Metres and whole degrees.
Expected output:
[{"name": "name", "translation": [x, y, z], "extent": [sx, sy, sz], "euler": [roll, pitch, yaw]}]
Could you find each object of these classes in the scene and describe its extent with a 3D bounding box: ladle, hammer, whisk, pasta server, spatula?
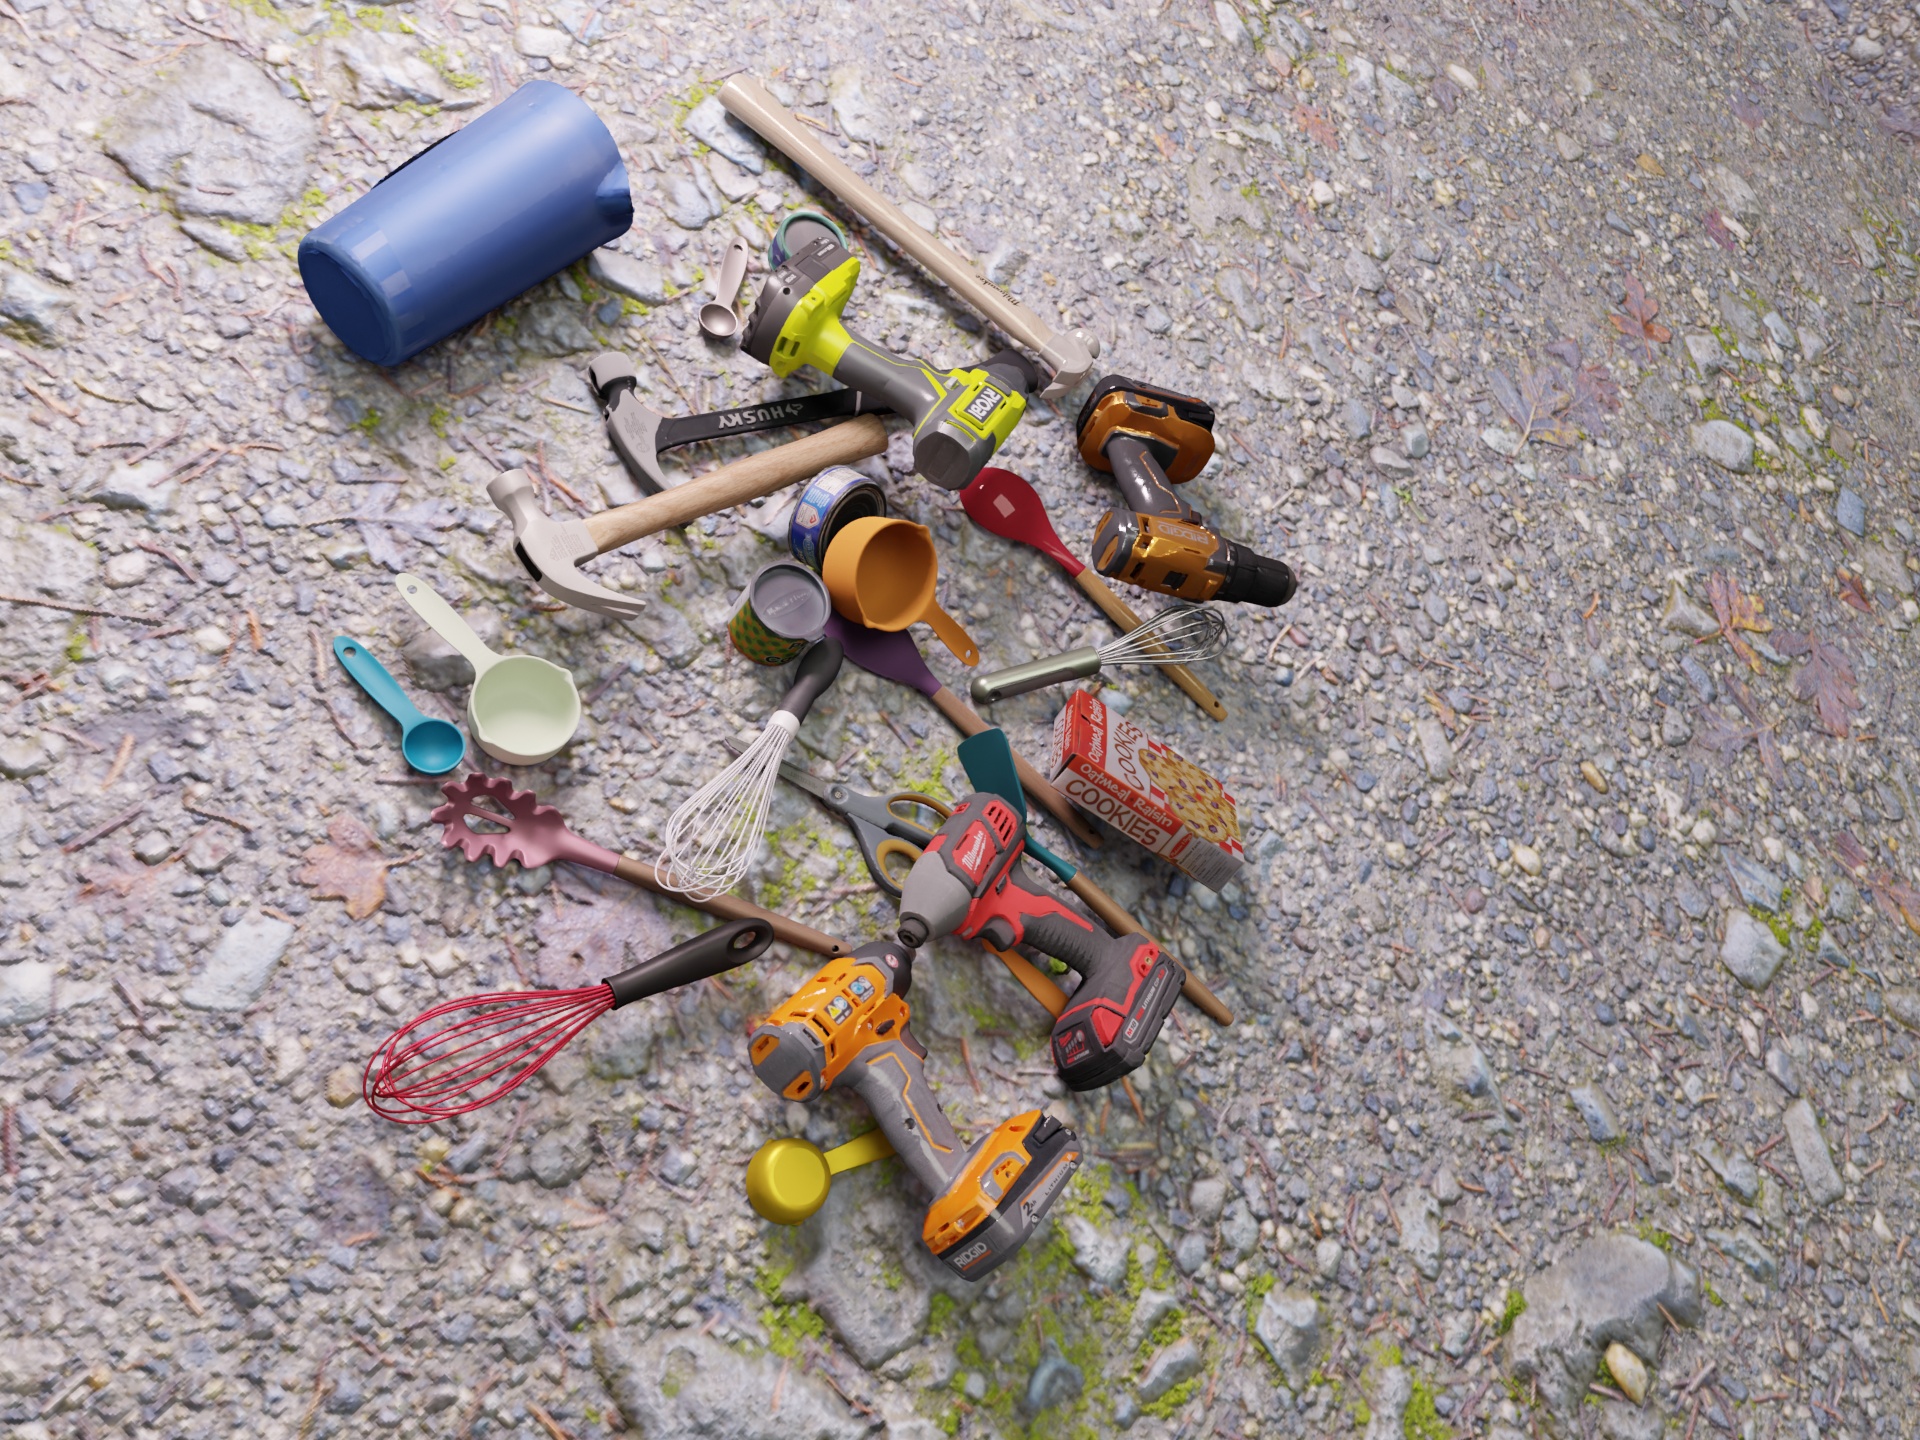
[{"name": "ladle", "translation": [0.123, -0.111, 1.405], "extent": [0.315, 0.031, 0.069], "euler": [44, 59, -5]}, {"name": "hammer", "translation": [-0.189, -0.175, 1.233], "extent": [0.331, 0.031, 0.130], "euler": [-27, 86, -34]}, {"name": "whisk", "translation": [-0.143, 0.026, 1.172], "extent": [0.070, 0.070, 0.285], "euler": [36, 44, -9]}, {"name": "pasta server", "translation": [-0.218, 0.113, 1.128], "extent": [0.316, 0.040, 0.060], "euler": [24, 85, -17]}, {"name": "whisk", "translation": [-0.252, 0.191, 1.061], "extent": [0.296, 0.073, 0.073], "euler": [-19, 78, -34]}, {"name": "spatula", "translation": [-0.002, -0.004, 1.298], "extent": [0.316, 0.018, 0.060], "euler": [43, 60, -2]}, {"name": "hammer", "translation": [-0.102, -0.266, 1.354], "extent": [0.409, 0.036, 0.149], "euler": [-17, 78, -31]}, {"name": "spatula", "translation": [0.113, 0.133, 1.278], "extent": [0.317, 0.082, 0.044], "euler": [43, 63, -11]}, {"name": "whisk", "translation": [0.121, -0.053, 1.352], "extent": [0.246, 0.057, 0.059], "euler": [-16, 57, -20]}, {"name": "hammer", "translation": [-0.051, -0.436, 1.428], "extent": [0.410, 0.038, 0.146], "euler": [38, 29, -3]}]

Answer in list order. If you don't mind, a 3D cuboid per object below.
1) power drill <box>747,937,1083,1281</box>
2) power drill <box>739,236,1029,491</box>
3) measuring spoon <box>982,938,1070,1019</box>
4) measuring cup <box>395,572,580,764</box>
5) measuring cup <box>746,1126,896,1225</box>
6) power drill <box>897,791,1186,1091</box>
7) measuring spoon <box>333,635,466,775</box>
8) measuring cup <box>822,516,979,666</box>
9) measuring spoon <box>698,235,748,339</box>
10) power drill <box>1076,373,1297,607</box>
[{"name": "power drill", "translation": [-0.024, 0.261, 1.127], "extent": [0.226, 0.084, 0.164], "euler": [45, 39, 4]}, {"name": "power drill", "translation": [-0.053, -0.296, 1.314], "extent": [0.223, 0.080, 0.171], "euler": [33, 41, 0]}, {"name": "measuring spoon", "translation": [0.062, 0.205, 1.243], "extent": [0.117, 0.011, 0.021], "euler": [44, 57, -3]}, {"name": "measuring cup", "translation": [-0.344, -0.037, 1.132], "extent": [0.167, 0.038, 0.083], "euler": [46, 56, 0]}, {"name": "measuring cup", "translation": [-0.076, 0.305, 1.119], "extent": [0.156, 0.029, 0.062], "euler": [-14, 75, -32]}, {"name": "power drill", "translation": [0.053, 0.170, 1.202], "extent": [0.219, 0.078, 0.143], "euler": [43, 48, -5]}, {"name": "measuring spoon", "translation": [-0.395, -0.009, 1.110], "extent": [0.129, 0.021, 0.042], "euler": [46, 57, 9]}, {"name": "measuring cup", "translation": [-0.045, -0.096, 1.283], "extent": [0.173, 0.052, 0.095], "euler": [45, 70, -45]}, {"name": "measuring spoon", "translation": [-0.201, -0.370, 1.366], "extent": [0.034, 0.018, 0.124], "euler": [20, 54, -18]}, {"name": "power drill", "translation": [0.198, -0.194, 1.410], "extent": [0.185, 0.084, 0.226], "euler": [12, 47, -19]}]
